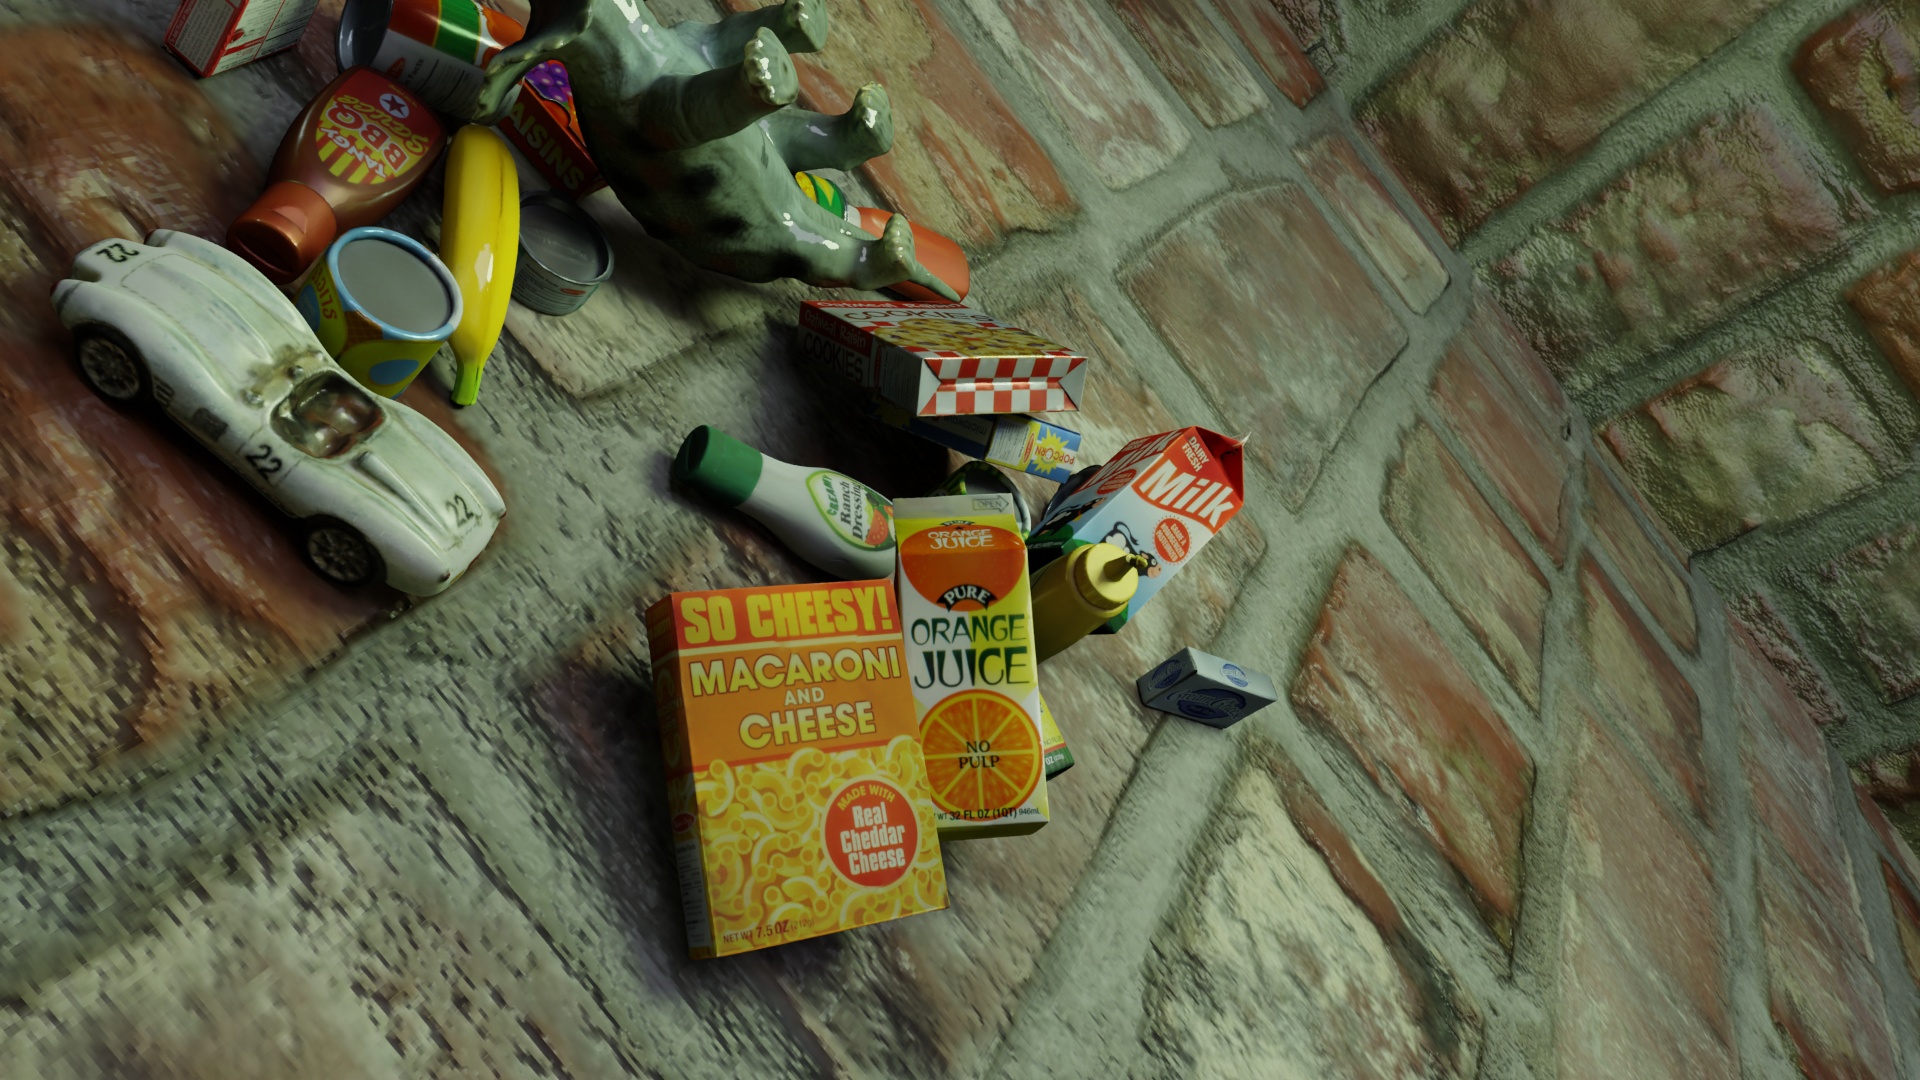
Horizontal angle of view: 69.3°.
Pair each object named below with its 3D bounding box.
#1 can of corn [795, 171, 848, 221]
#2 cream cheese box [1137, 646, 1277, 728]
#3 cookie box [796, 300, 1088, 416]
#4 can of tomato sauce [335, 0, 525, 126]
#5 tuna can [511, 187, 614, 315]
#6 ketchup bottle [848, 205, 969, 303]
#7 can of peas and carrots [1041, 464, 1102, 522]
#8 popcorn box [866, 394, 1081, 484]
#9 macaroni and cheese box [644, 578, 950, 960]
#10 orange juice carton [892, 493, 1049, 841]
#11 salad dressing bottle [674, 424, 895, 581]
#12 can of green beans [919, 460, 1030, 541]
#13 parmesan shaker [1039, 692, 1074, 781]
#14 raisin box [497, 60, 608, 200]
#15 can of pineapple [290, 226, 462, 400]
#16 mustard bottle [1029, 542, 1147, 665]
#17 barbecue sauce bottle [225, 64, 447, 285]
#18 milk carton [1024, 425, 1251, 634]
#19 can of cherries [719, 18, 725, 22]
[{"bbox_3d":[-0.122,-0.227,0.961,0.058,0.071,0.071,5,57,-49],"label":"can of corn"},{"bbox_3d":[0.186,0.112,1.044,0.104,0.053,0.024,21,43,-40],"label":"cream cheese box"},{"bbox_3d":[-0.016,-0.121,0.908,0.123,0.040,0.168,-5,23,-32],"label":"cookie box"},{"bbox_3d":[-0.300,-0.283,0.793,0.083,0.071,0.071,11,52,-47],"label":"can of tomato sauce"},{"bbox_3d":[-0.236,-0.167,0.797,0.071,0.032,0.071,32,39,-30],"label":"tuna can"},{"bbox_3d":[-0.059,-0.223,1.055,0.149,0.043,0.065,15,48,-43],"label":"ketchup bottle"},{"bbox_3d":[0.104,-0.015,1.049,0.058,0.070,0.071,40,35,-20],"label":"can of peas and carrots"},{"bbox_3d":[0.008,-0.079,0.949,0.085,0.038,0.127,11,10,-45],"label":"popcorn box"},{"bbox_3d":[-0.080,0.107,0.676,0.124,0.040,0.166,-2,74,-33],"label":"macaroni and cheese box"},{"bbox_3d":[0.002,0.066,0.770,0.072,0.073,0.193,-2,74,-6],"label":"orange juice carton"},{"bbox_3d":[-0.098,-0.022,0.826,0.147,0.044,0.064,26,43,-35],"label":"salad dressing bottle"},{"bbox_3d":[0.005,-0.012,0.930,0.071,0.057,0.071,31,39,-30],"label":"can of green beans"},{"bbox_3d":[0.020,0.102,0.836,0.071,0.071,0.103,-8,66,-53],"label":"parmesan shaker"},{"bbox_3d":[-0.235,-0.274,0.890,0.086,0.040,0.124,49,34,-8],"label":"raisin box"},{"bbox_3d":[-0.283,-0.107,0.663,0.071,0.057,0.071,31,40,-30],"label":"can of pineapple"},{"bbox_3d":[0.068,0.036,0.867,0.049,0.159,0.065,48,52,-4],"label":"mustard bottle"},{"bbox_3d":[-0.317,-0.183,0.703,0.065,0.043,0.149,38,37,-24],"label":"barbecue sauce bottle"},{"bbox_3d":[0.128,-0.019,0.978,0.191,0.072,0.073,-41,106,-29],"label":"milk carton"},{"bbox_3d":[-0.165,-0.332,1.012,0.071,0.058,0.072,33,38,-30],"label":"can of cherries"}]
